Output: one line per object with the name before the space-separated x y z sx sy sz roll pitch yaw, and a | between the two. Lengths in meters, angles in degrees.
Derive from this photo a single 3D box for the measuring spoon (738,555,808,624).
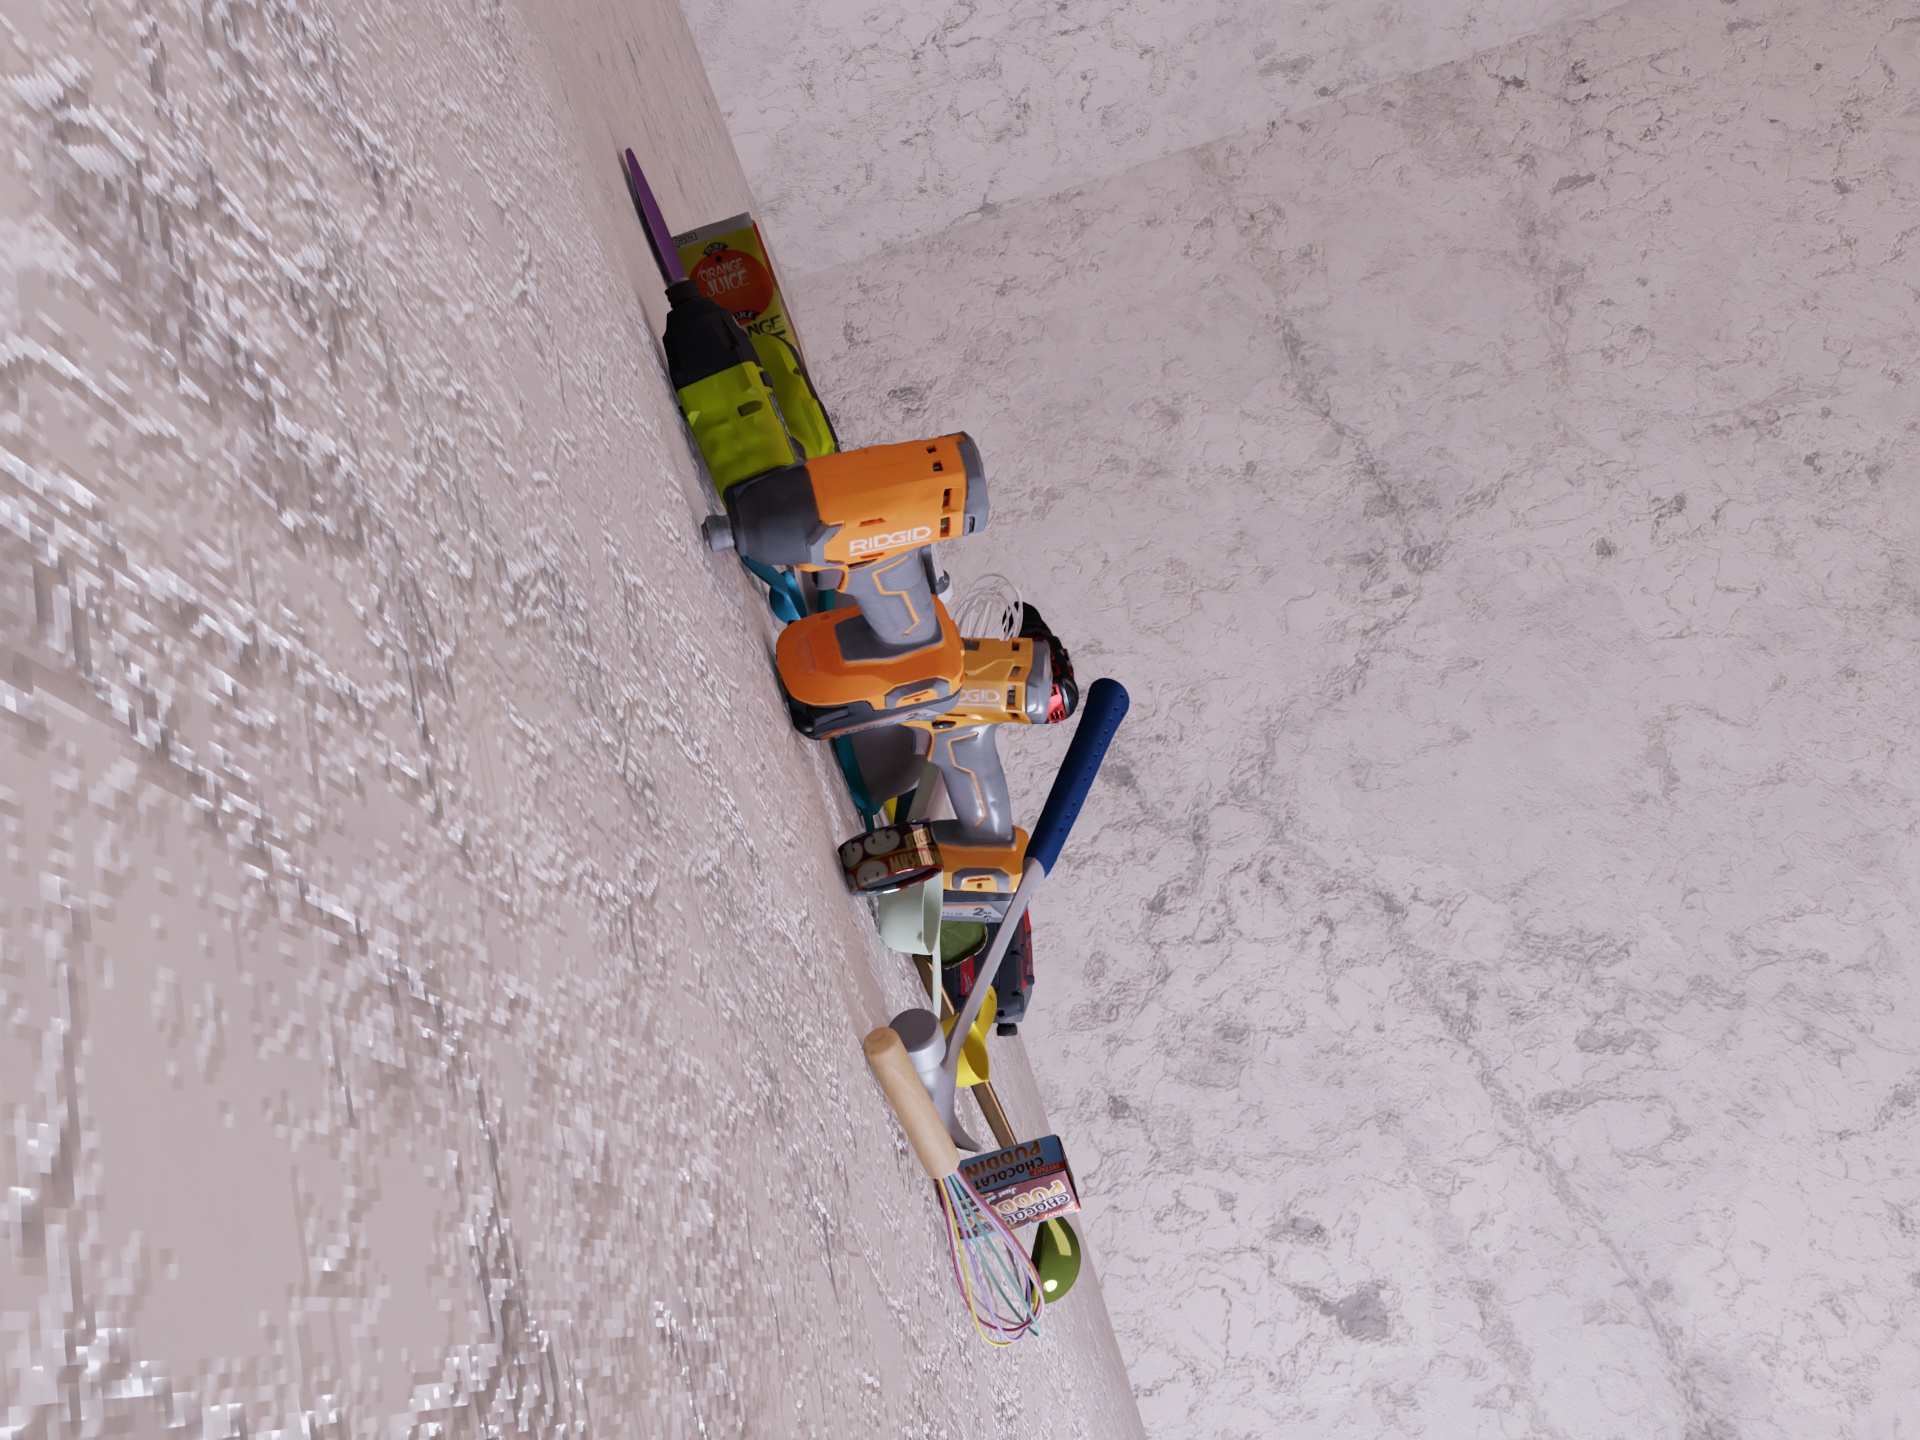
measuring spoon | -0.138 -0.096 1.106 0.128 0.021 0.042 43 29 -70

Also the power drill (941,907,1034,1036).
power drill | 0.031 0.234 1.526 0.219 0.078 0.143 47 40 -77

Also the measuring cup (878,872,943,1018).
measuring cup | -0.036 0.169 1.199 0.083 0.038 0.167 -75 166 -52

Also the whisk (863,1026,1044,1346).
whisk | -0.003 0.277 0.924 0.244 0.047 0.051 67 -9 -25

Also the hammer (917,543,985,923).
hammer | -0.002 -0.002 1.479 0.149 0.036 0.409 76 2 -62

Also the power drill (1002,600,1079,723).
power drill | 0.002 -0.043 1.660 0.188 0.226 0.080 -107 178 -54

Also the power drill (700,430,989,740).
power drill | -0.071 -0.080 0.984 0.226 0.164 0.084 95 -19 -58

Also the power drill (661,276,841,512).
power drill | -0.140 -0.206 1.077 0.223 0.080 0.171 -84 152 -82

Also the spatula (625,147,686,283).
spatula | -0.189 -0.271 1.196 0.060 0.018 0.315 -102 173 -65

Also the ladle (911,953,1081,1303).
ladle | 0.020 0.346 1.355 0.078 0.062 0.320 -69 134 -87

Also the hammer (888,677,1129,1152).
hammer | 0.048 0.118 1.123 0.406 0.035 0.143 -61 150 -43

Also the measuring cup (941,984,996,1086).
measuring cup | 0.007 0.258 1.334 0.062 0.029 0.156 65 13 -7

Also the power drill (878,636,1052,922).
power drill | -0.026 0.039 1.214 0.084 0.185 0.226 -83 175 -62

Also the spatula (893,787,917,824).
spatula | -0.022 0.187 1.539 0.082 0.044 0.317 -119 -170 -62

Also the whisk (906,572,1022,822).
whisk | -0.002 -0.004 1.255 0.059 0.057 0.246 37 -58 33

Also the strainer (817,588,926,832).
strainer | -0.049 -0.058 1.397 0.341 0.095 0.210 -84 164 -64

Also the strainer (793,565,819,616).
strainer | -0.149 -0.184 1.384 0.087 0.050 0.258 -84 156 -53
